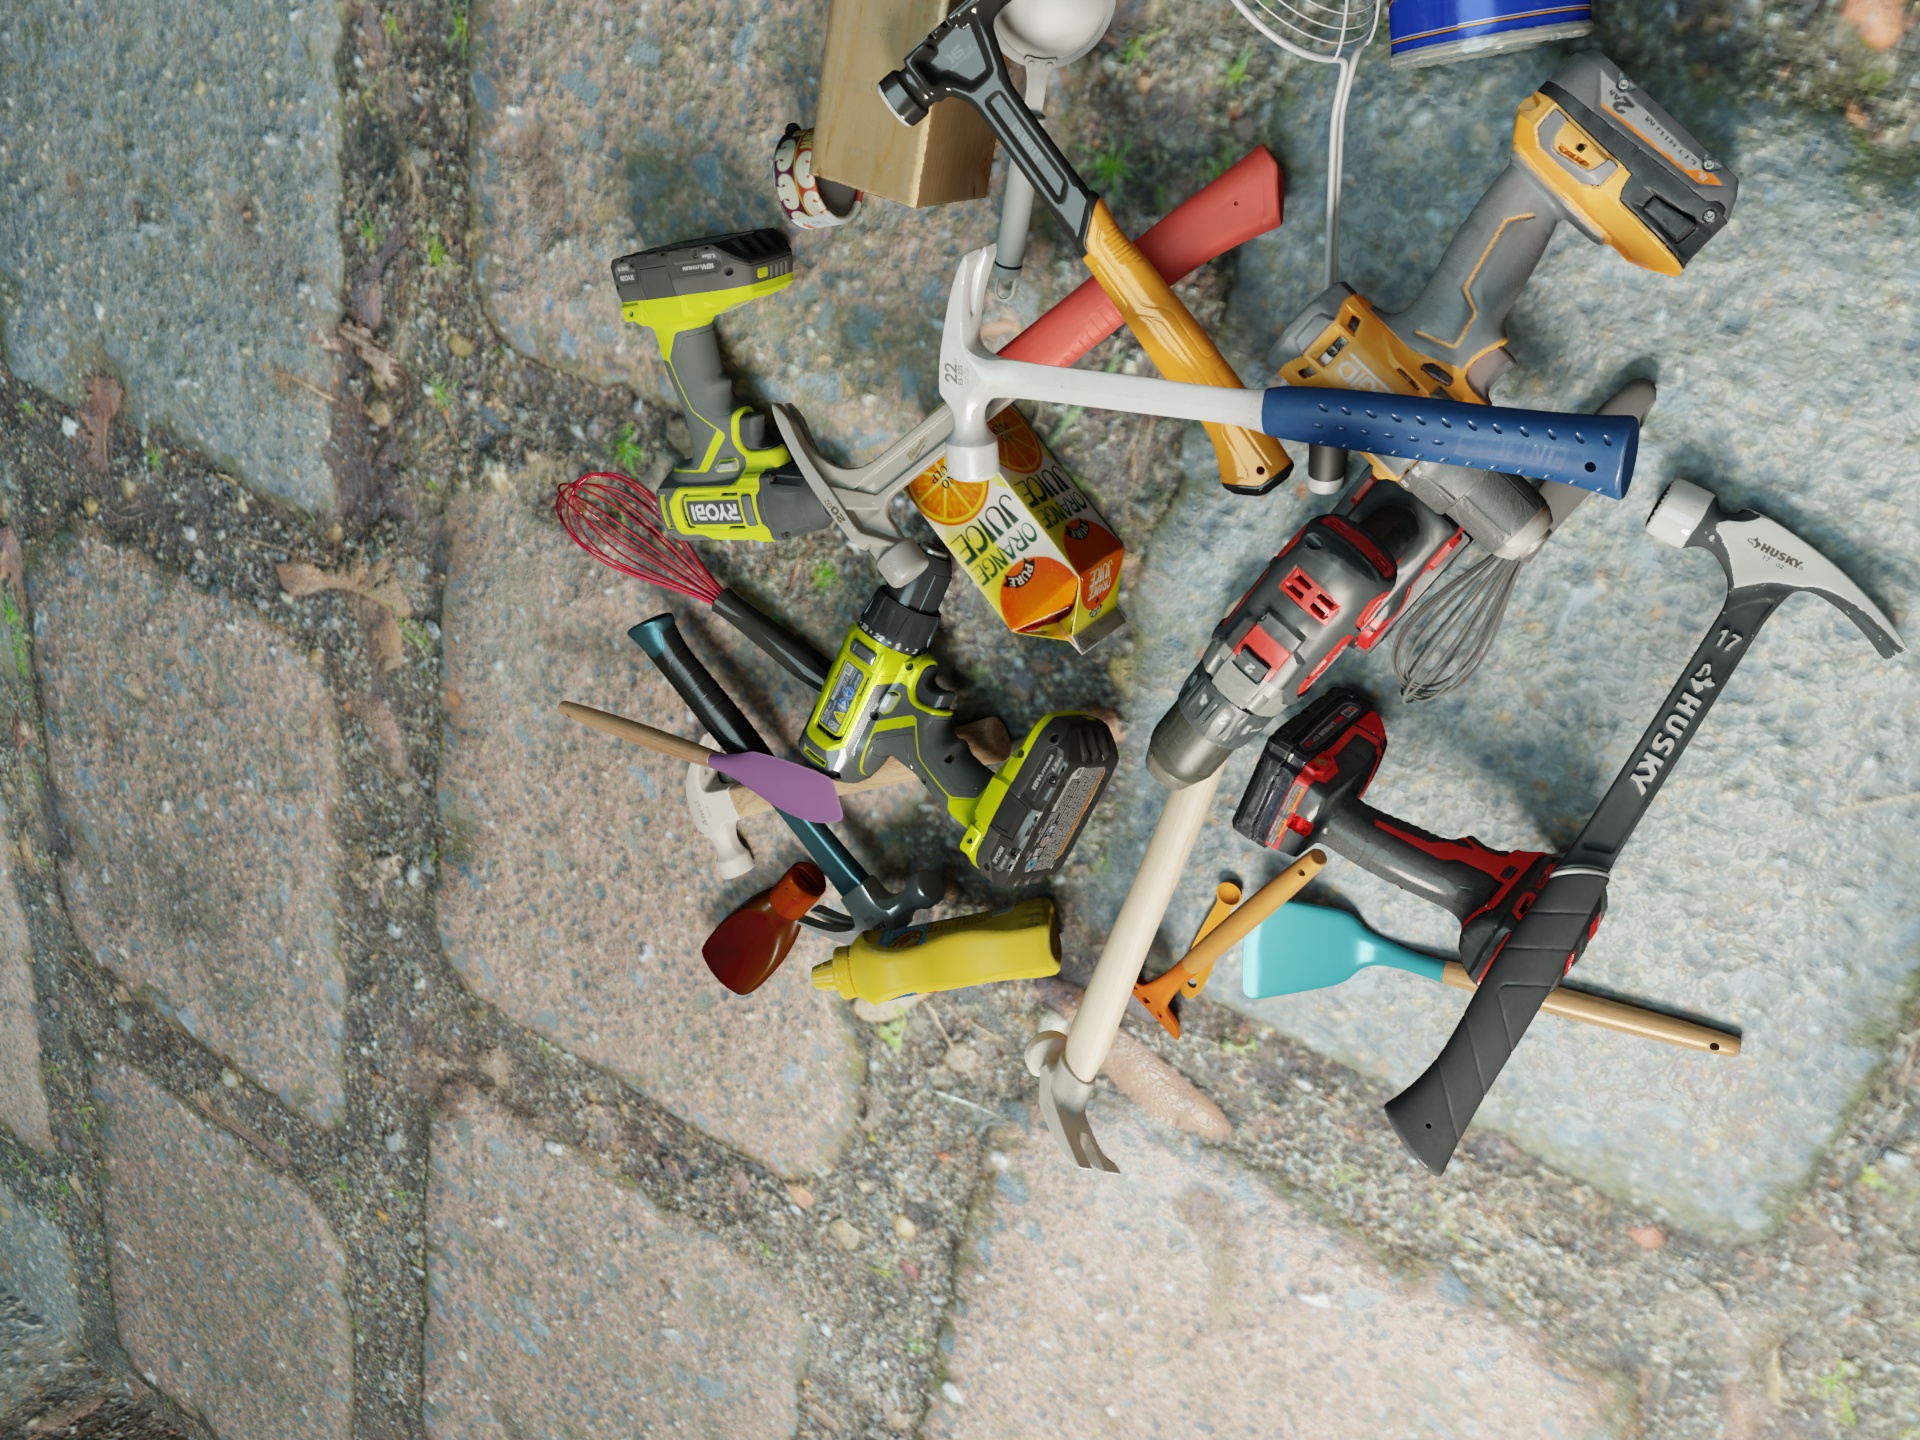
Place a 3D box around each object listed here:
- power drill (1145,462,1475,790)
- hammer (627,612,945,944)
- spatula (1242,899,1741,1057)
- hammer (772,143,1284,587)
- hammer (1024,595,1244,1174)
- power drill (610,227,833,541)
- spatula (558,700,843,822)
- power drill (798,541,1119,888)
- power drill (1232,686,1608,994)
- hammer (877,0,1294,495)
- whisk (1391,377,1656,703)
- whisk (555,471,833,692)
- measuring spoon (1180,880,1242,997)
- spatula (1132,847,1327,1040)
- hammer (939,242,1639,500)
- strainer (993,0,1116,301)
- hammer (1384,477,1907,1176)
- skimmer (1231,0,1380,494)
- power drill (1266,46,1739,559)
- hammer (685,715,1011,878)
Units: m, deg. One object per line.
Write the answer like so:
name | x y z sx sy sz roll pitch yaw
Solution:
power drill | 0.203 -0.057 0.937 0.080 0.227 0.187 43 126 10
hammer | -0.155 0.044 1.292 0.331 0.033 0.128 51 126 2
spatula | 0.348 0.182 1.066 0.318 0.044 0.082 12 112 27
hammer | 0.048 -0.244 1.015 0.359 0.037 0.149 -35 88 22
hammer | 0.139 0.113 1.099 0.038 0.146 0.410 13 109 -18
power drill | -0.167 -0.245 1.191 0.171 0.080 0.223 3 116 32
spatula | -0.217 0.027 1.289 0.316 0.018 0.059 17 134 33
power drill | -0.002 -0.004 1.161 0.229 0.080 0.190 36 110 28
power drill | 0.297 0.076 1.000 0.220 0.143 0.078 35 130 23
hammer | 0.098 -0.281 0.947 0.127 0.034 0.337 -34 97 22
whisk | 0.335 -0.102 0.953 0.055 0.055 0.239 39 121 13
whisk | -0.208 -0.109 1.286 0.296 0.073 0.073 37 125 8
measuring spoon | 0.186 0.163 1.183 0.021 0.011 0.116 29 126 19
spatula | 0.174 0.153 1.095 0.081 0.041 0.322 47 148 10
hammer | 0.160 -0.178 0.882 0.406 0.035 0.144 14 123 30
strainer | 0.047 -0.385 1.004 0.087 0.050 0.258 -2 129 -14
hammer | 0.360 0.072 0.885 0.149 0.036 0.409 31 90 16
skimmer | 0.190 -0.303 0.922 0.090 0.127 0.363 21 135 34
power drill | 0.307 -0.216 0.862 0.185 0.084 0.226 46 110 5
hammer | -0.100 0.044 1.298 0.331 0.031 0.130 -15 102 35
